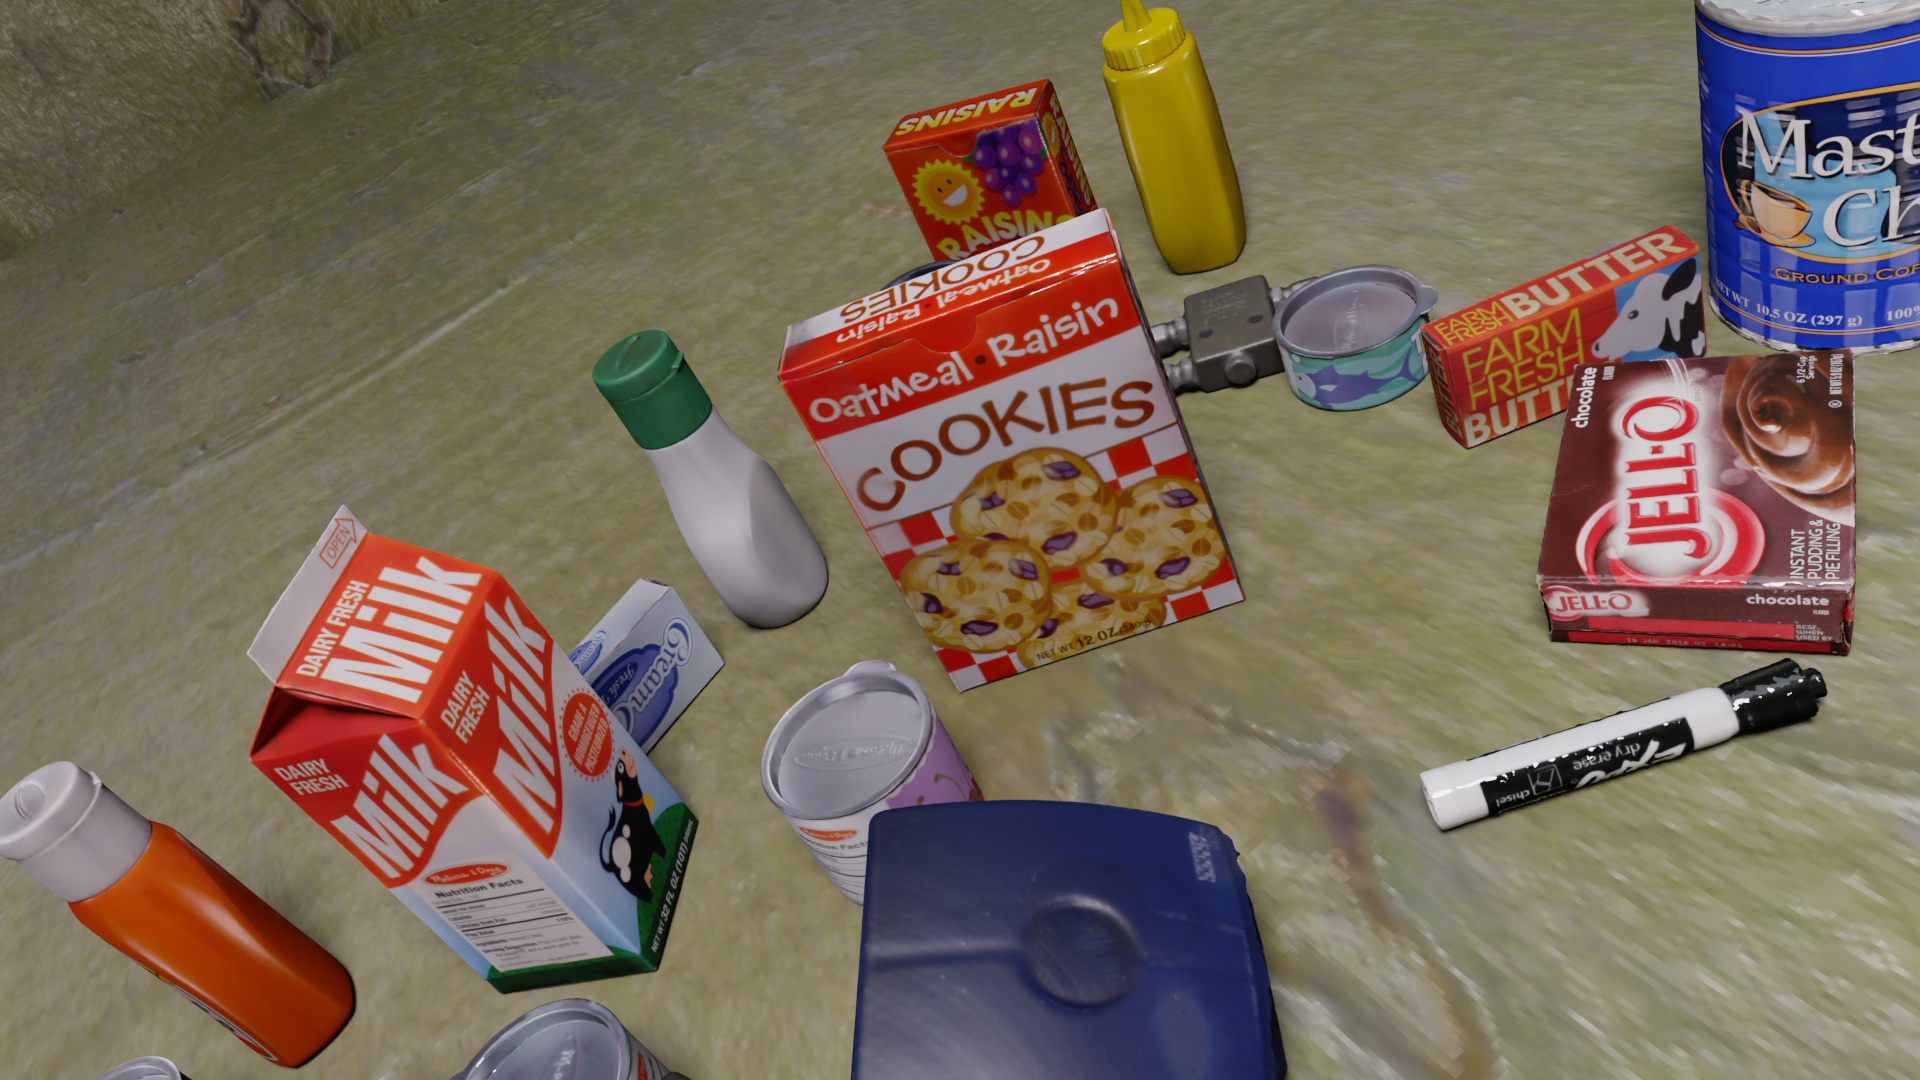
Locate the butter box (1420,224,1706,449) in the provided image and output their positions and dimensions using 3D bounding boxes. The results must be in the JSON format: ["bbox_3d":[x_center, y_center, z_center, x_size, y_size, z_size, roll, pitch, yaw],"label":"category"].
[{"bbox_3d":[0.239,-0.079,0.549,0.103,0.053,0.024,-22,37,7],"label":"butter box"}]

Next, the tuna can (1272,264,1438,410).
[{"bbox_3d":[0.177,-0.090,0.615,0.071,0.032,0.071,-16,38,14],"label":"tuna can"}]

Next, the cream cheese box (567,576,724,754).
[{"bbox_3d":[-0.153,0.071,0.606,0.024,0.053,0.104,11,51,39],"label":"cream cheese box"}]

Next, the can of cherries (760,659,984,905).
[{"bbox_3d":[-0.029,0.088,0.507,0.071,0.058,0.072,-17,38,14],"label":"can of cherries"}]

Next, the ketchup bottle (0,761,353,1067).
[{"bbox_3d":[-0.299,0.142,0.531,0.065,0.148,0.044,18,56,43],"label":"ketchup bottle"}]

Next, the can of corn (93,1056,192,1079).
[{"bbox_3d":[-0.288,0.231,0.495,0.071,0.058,0.071,-17,38,14],"label":"can of corn"}]

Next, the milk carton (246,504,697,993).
[{"bbox_3d":[-0.177,0.078,0.499,0.073,0.189,0.073,-14,39,18],"label":"milk carton"}]

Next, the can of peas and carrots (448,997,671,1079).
[{"bbox_3d":[-0.123,0.191,0.442,0.071,0.058,0.071,-17,38,14],"label":"can of peas and carrots"}]

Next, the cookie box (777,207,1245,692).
[{"bbox_3d":[0.024,-0.026,0.520,0.123,0.166,0.040,-19,38,11],"label":"cookie box"}]

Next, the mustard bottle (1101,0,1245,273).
[{"bbox_3d":[0.104,-0.213,0.699,0.049,0.159,0.066,-11,40,21],"label":"mustard bottle"}]

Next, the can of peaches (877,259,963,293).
[{"bbox_3d":[-0.012,-0.103,0.723,0.071,0.057,0.071,-17,38,14],"label":"can of peaches"}]

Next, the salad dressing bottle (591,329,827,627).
[{"bbox_3d":[-0.109,-0.025,0.616,0.044,0.147,0.064,-13,39,18],"label":"salad dressing bottle"}]

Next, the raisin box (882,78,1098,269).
[{"bbox_3d":[0.025,-0.168,0.724,0.086,0.123,0.040,-5,42,26],"label":"raisin box"}]
